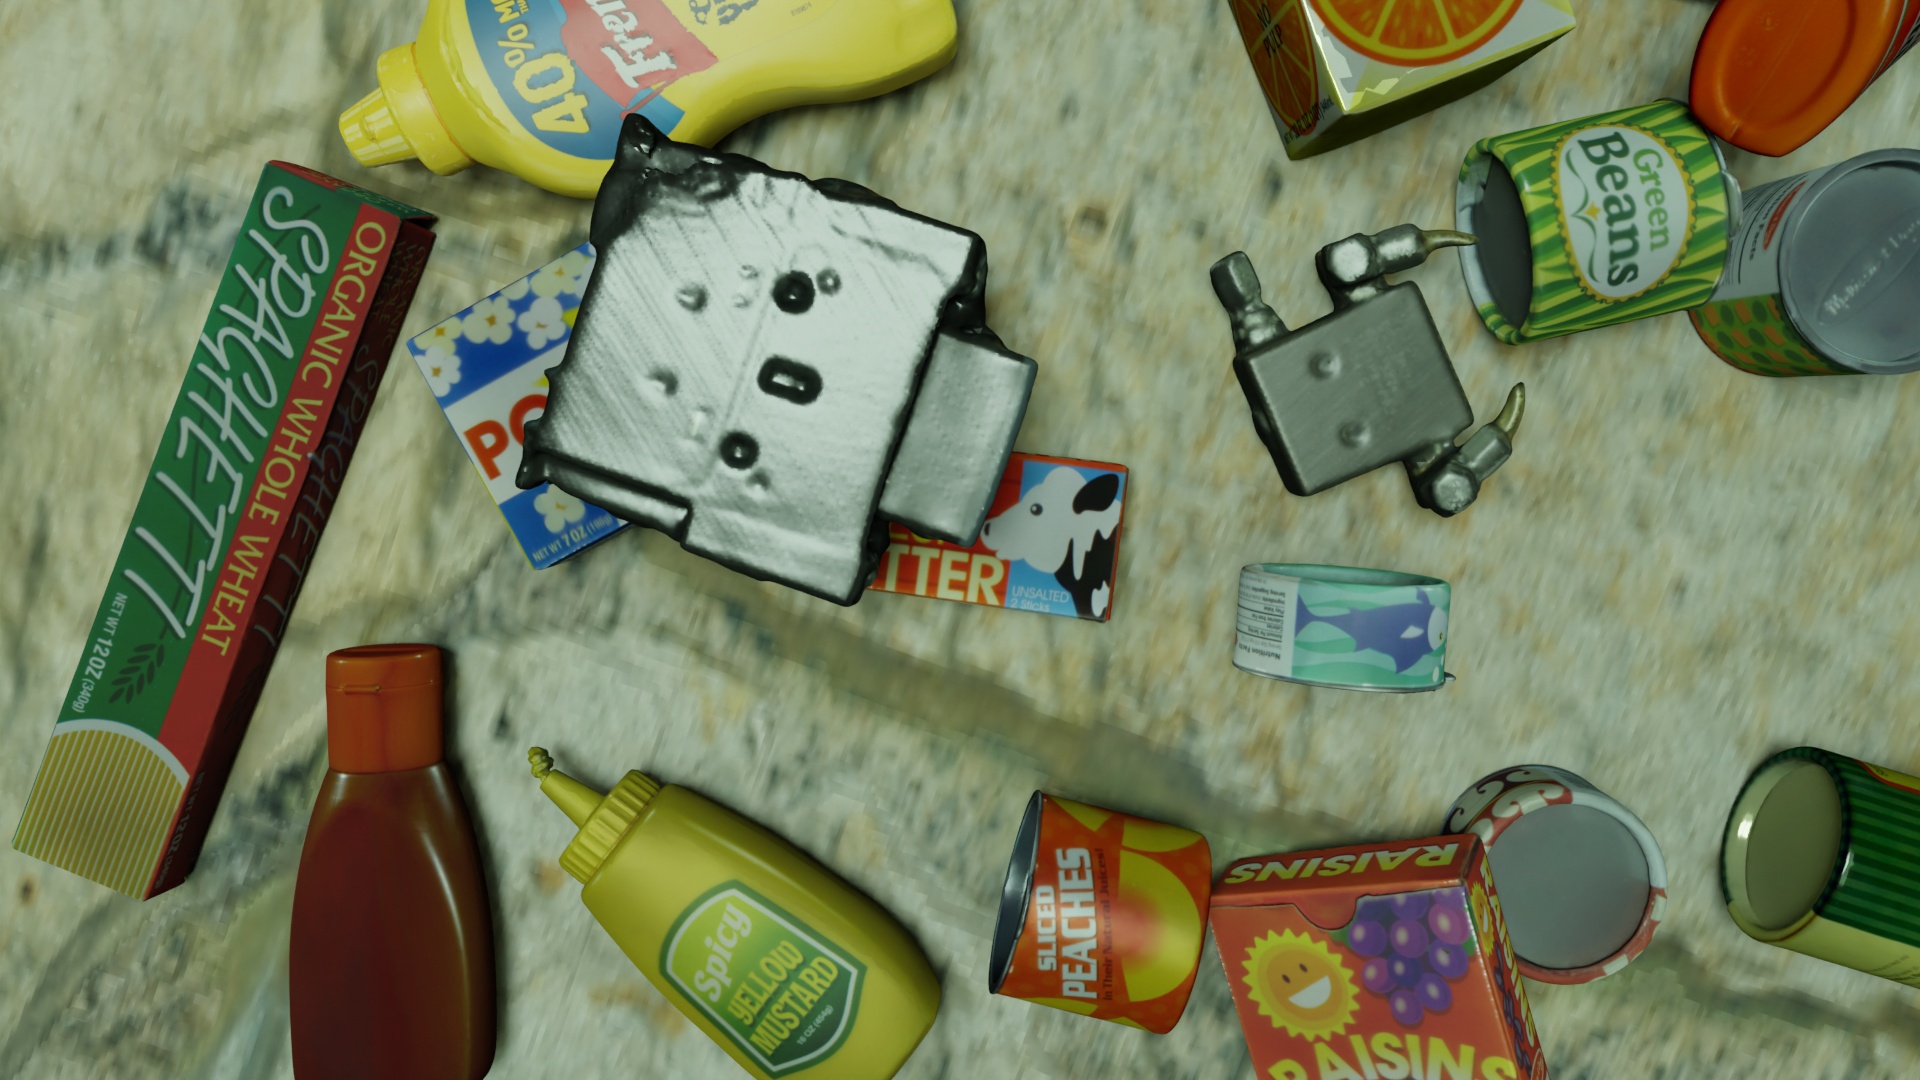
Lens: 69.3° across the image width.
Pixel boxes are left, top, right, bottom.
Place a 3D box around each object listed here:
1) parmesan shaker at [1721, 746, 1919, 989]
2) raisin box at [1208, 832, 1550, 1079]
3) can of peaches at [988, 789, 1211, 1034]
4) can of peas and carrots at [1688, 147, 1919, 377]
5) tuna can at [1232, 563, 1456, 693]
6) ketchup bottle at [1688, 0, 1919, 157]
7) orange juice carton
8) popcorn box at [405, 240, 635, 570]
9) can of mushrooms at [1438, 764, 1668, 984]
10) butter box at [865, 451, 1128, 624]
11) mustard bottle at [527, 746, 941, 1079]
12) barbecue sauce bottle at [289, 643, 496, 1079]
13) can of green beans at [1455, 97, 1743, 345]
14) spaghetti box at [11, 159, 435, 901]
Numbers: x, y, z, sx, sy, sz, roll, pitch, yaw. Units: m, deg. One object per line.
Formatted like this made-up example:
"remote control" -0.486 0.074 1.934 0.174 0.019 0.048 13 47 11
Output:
"parmesan shaker" 0.312 0.110 0.442 0.103 0.071 0.071 17 95 0
"raisin box" 0.139 0.163 0.449 0.086 0.040 0.123 -15 94 32
"can of peaches" 0.045 0.120 0.448 0.058 0.071 0.071 14 95 -1
"can of peas and carrots" 0.276 -0.083 0.435 0.071 0.059 0.071 0 95 1
"tuna can" 0.124 0.027 0.442 0.071 0.071 0.033 3 94 1
"ketchup bottle" 0.271 -0.168 0.405 0.149 0.064 0.043 -36 64 -29
"orange juice carton" 0.107 -0.223 0.422 0.073 0.072 0.192 -22 94 2
"popcorn box" -0.101 -0.056 0.454 0.127 0.038 0.085 -28 94 3
"can of mushrooms" 0.195 0.113 0.464 0.071 0.033 0.071 0 95 0
"butter box" 0.002 -0.006 0.463 0.103 0.024 0.053 8 95 1
"mustard bottle" -0.083 0.122 0.461 0.160 0.049 0.065 38 92 -2
"barbecue sauce bottle" -0.191 0.110 0.465 0.065 0.044 0.148 0 94 1
"can of green beans" 0.194 -0.098 0.432 0.058 0.071 0.071 -12 94 2
"spaghetti box" -0.246 -0.003 0.465 0.050 0.029 0.249 23 94 -2
